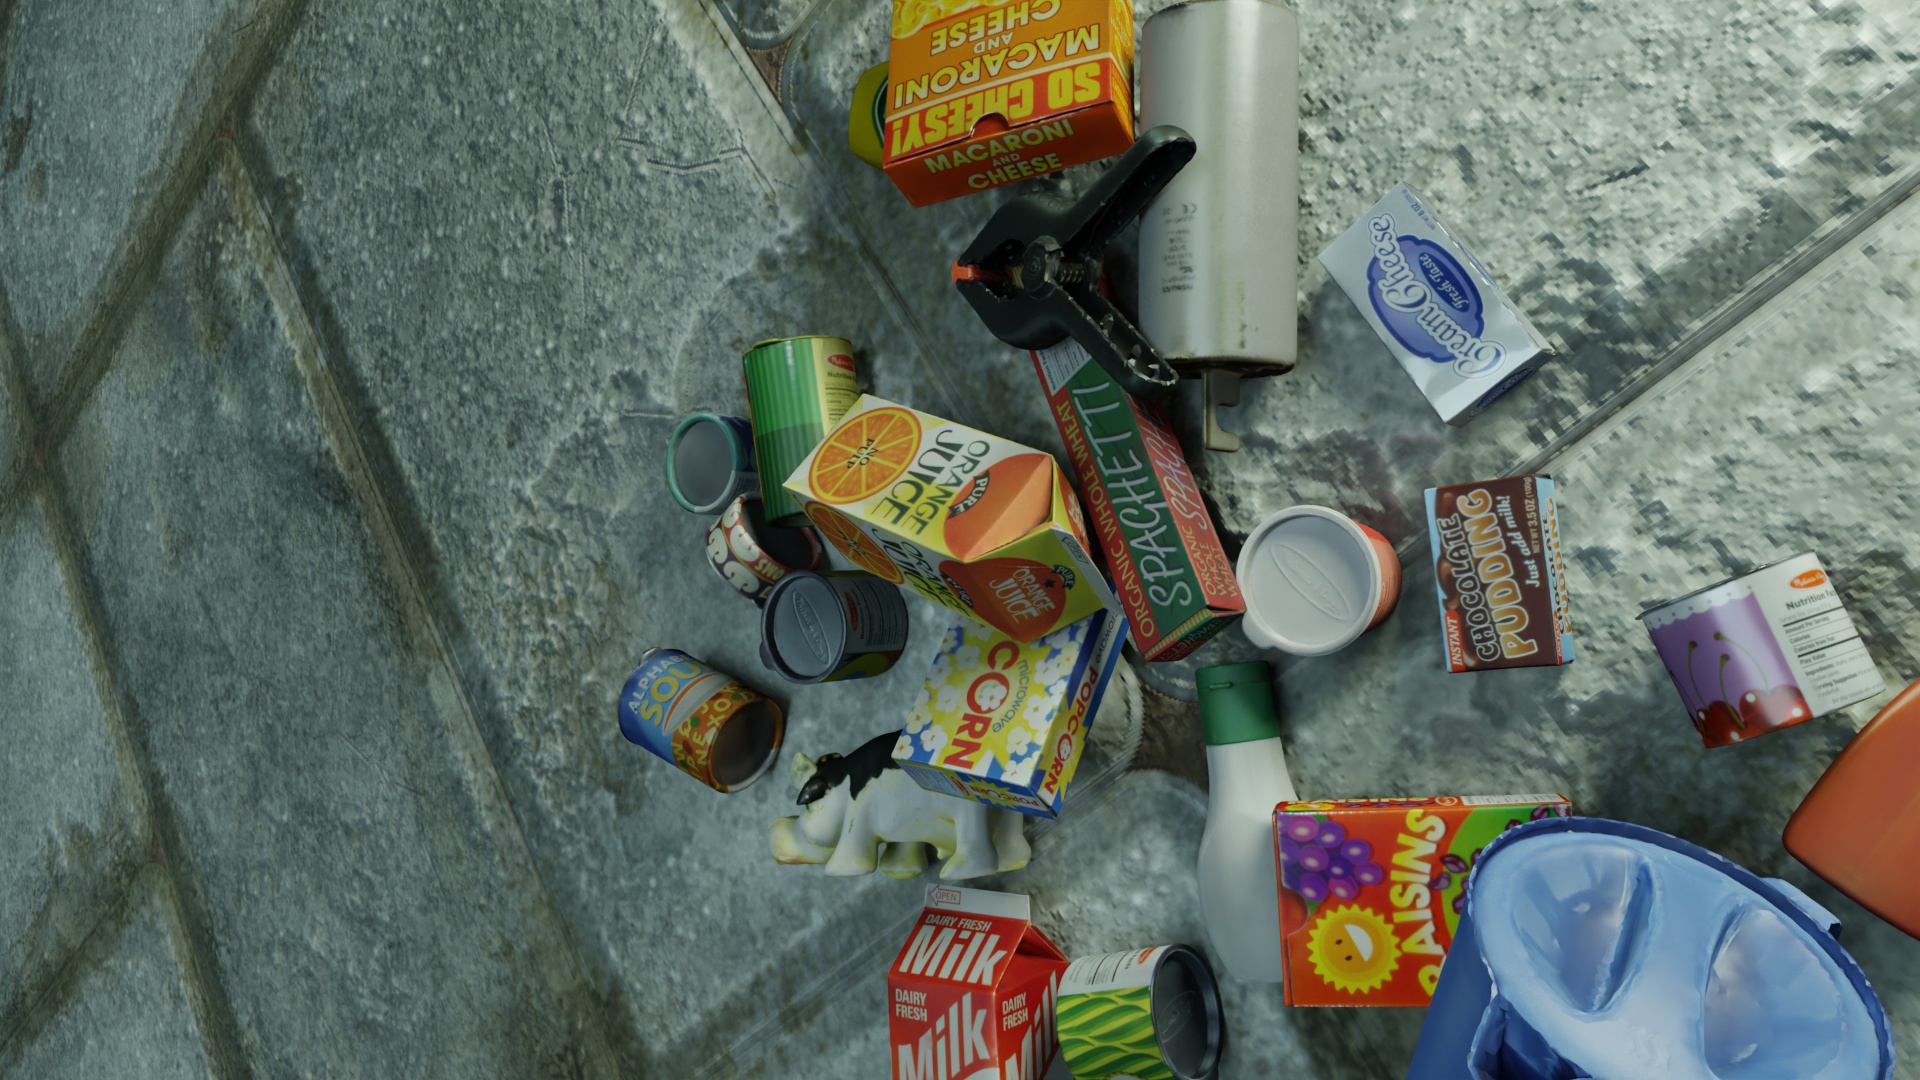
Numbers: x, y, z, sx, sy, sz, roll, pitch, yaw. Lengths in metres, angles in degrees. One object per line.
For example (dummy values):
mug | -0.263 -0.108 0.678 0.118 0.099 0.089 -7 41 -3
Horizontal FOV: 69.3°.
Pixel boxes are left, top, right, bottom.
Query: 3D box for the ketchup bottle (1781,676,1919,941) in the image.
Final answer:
ketchup bottle | 0.370 0.071 0.502 0.065 0.043 0.148 38 110 29

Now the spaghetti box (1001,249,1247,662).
spaghetti box | 0.075 -0.059 0.692 0.050 0.029 0.251 -44 52 40

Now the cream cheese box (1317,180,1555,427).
cream cheese box | 0.214 -0.107 0.631 0.053 0.024 0.104 -43 65 29

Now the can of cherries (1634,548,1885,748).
can of cherries | 0.307 0.043 0.537 0.071 0.071 0.058 -29 73 32

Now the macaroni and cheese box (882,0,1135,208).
macaroni and cheese box | 0.025 -0.262 0.714 0.123 0.040 0.167 -9 62 23

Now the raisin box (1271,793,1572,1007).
raisin box | 0.201 0.156 0.601 0.123 0.040 0.086 -5 86 16

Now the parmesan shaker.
parmesan shaker | -0.092 -0.063 0.822 0.071 0.071 0.103 -14 81 35

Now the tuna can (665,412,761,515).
tuna can | -0.157 -0.051 0.893 0.071 0.033 0.071 0 89 36

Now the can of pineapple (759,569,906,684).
can of pineapple | -0.075 0.050 0.816 0.071 0.058 0.071 -1 88 36

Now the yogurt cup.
yogurt cup | 0.169 0.018 0.642 0.072 0.054 0.072 -1 89 36

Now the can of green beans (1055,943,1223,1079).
can of green beans | 0.089 0.237 0.688 0.057 0.071 0.071 -20 77 35

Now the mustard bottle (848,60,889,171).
mustard bottle | 0.011 -0.235 0.765 0.160 0.049 0.065 8 91 35

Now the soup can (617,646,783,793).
soup can | -0.163 0.111 0.871 0.084 0.071 0.071 20 101 34

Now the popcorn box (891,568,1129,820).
popcorn box | 0.029 0.072 0.716 0.085 0.038 0.127 6 59 35

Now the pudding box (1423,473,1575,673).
pudding box | 0.236 0.015 0.609 0.049 0.030 0.083 -8 84 37

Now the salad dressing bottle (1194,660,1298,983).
salad dressing bottle | 0.141 0.133 0.667 0.064 0.044 0.147 -12 81 31

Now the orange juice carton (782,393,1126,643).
orange juice carton | 0.003 -0.009 0.718 0.193 0.071 0.073 22 66 44

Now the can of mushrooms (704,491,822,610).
can of mushrooms | -0.118 0.006 0.842 0.033 0.071 0.071 -44 65 26

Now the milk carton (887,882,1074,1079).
milk carton | 0.012 0.281 0.738 0.072 0.073 0.190 -4 86 36
